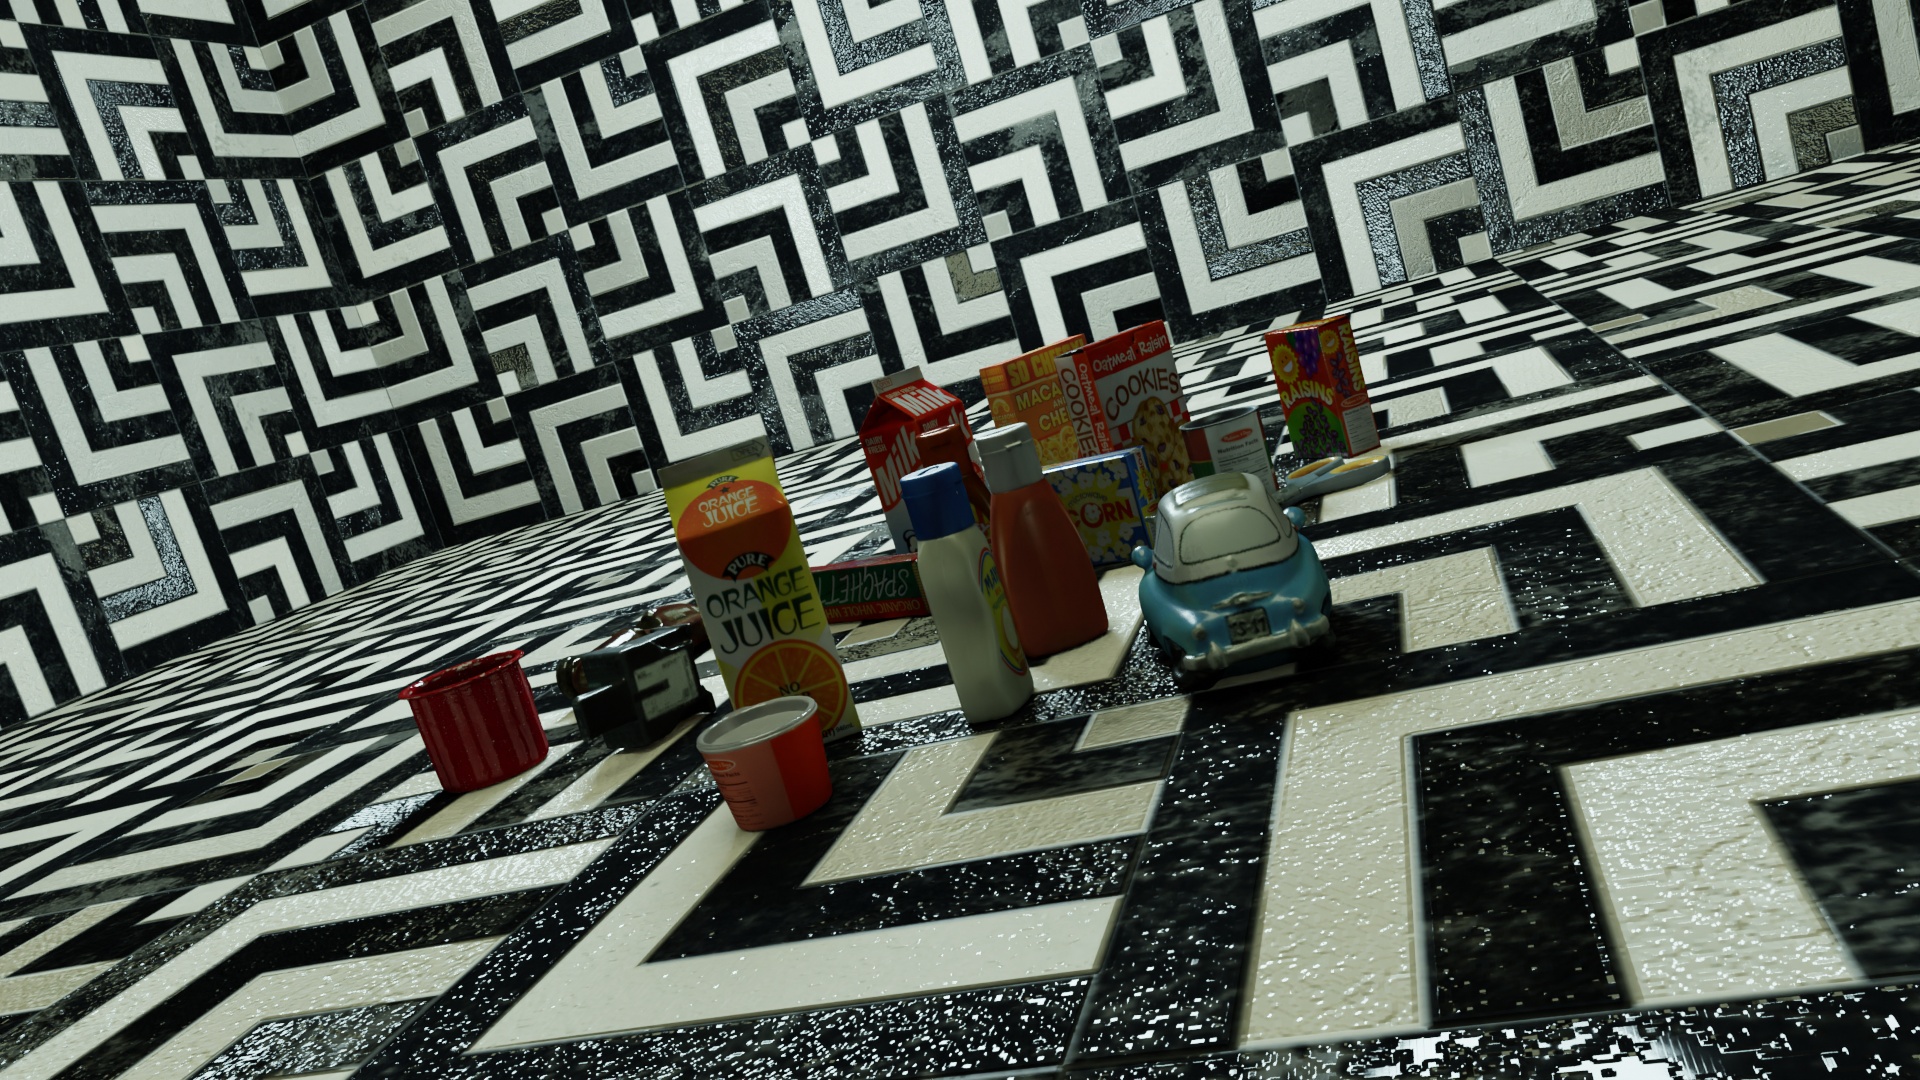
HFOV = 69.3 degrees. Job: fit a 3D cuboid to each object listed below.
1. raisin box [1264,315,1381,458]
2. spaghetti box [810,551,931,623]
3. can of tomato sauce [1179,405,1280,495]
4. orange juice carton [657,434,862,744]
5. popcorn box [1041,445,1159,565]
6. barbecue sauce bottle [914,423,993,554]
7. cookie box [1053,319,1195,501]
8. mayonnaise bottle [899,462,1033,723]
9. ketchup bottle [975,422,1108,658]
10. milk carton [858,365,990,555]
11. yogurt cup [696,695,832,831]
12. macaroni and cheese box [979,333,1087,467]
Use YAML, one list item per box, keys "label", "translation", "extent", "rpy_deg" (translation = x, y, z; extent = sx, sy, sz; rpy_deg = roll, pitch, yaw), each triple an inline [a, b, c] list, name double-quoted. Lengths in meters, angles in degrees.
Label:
- label: "raisin box"
  translation: [0.332, -0.139, 1.274]
  extent: [0.040, 0.123, 0.086]
  rpy_deg: [-20, 10, -19]
- label: "spaghetti box"
  translation: [-0.111, 0.046, 1.211]
  extent: [0.249, 0.050, 0.029]
  rpy_deg: [-8, 13, 43]
- label: "can of tomato sauce"
  translation: [0.224, -0.063, 1.152]
  extent: [0.071, 0.083, 0.071]
  rpy_deg: [-17, 9, 3]
- label: "orange juice carton"
  translation: [-0.126, 0.036, 0.870]
  extent: [0.072, 0.192, 0.073]
  rpy_deg: [-18, 9, -7]
- label: "popcorn box"
  translation: [0.100, -0.023, 1.134]
  extent: [0.126, 0.085, 0.038]
  rpy_deg: [-10, 11, 35]
- label: "barbecue sauce bottle"
  translation: [0.004, -0.013, 1.054]
  extent: [0.065, 0.148, 0.044]
  rpy_deg: [-17, 9, 3]
- label: "cookie box"
  translation: [0.155, -0.101, 1.231]
  extent: [0.040, 0.167, 0.123]
  rpy_deg: [-8, 13, 44]
- label: "mayonnaise bottle"
  translation: [0.003, 0.029, 0.817]
  extent: [0.041, 0.148, 0.065]
  rpy_deg: [-14, 10, 18]
- label: "ketchup bottle"
  translation: [0.048, -0.001, 0.909]
  extent: [0.065, 0.148, 0.043]
  rpy_deg: [-19, 9, -14]
- label: "milk carton"
  translation: [-0.029, -0.060, 1.253]
  extent: [0.073, 0.190, 0.072]
  rpy_deg: [-10, 12, 39]
- label: "yogurt cup"
  translation: [-0.103, 0.122, 0.756]
  extent: [0.072, 0.054, 0.072]
  rpy_deg: [-17, 9, 3]
- label: "macaroni and cheese box"
  translation: [0.094, -0.111, 1.396]
  extent: [0.124, 0.166, 0.040]
  rpy_deg: [-24, 12, -38]
